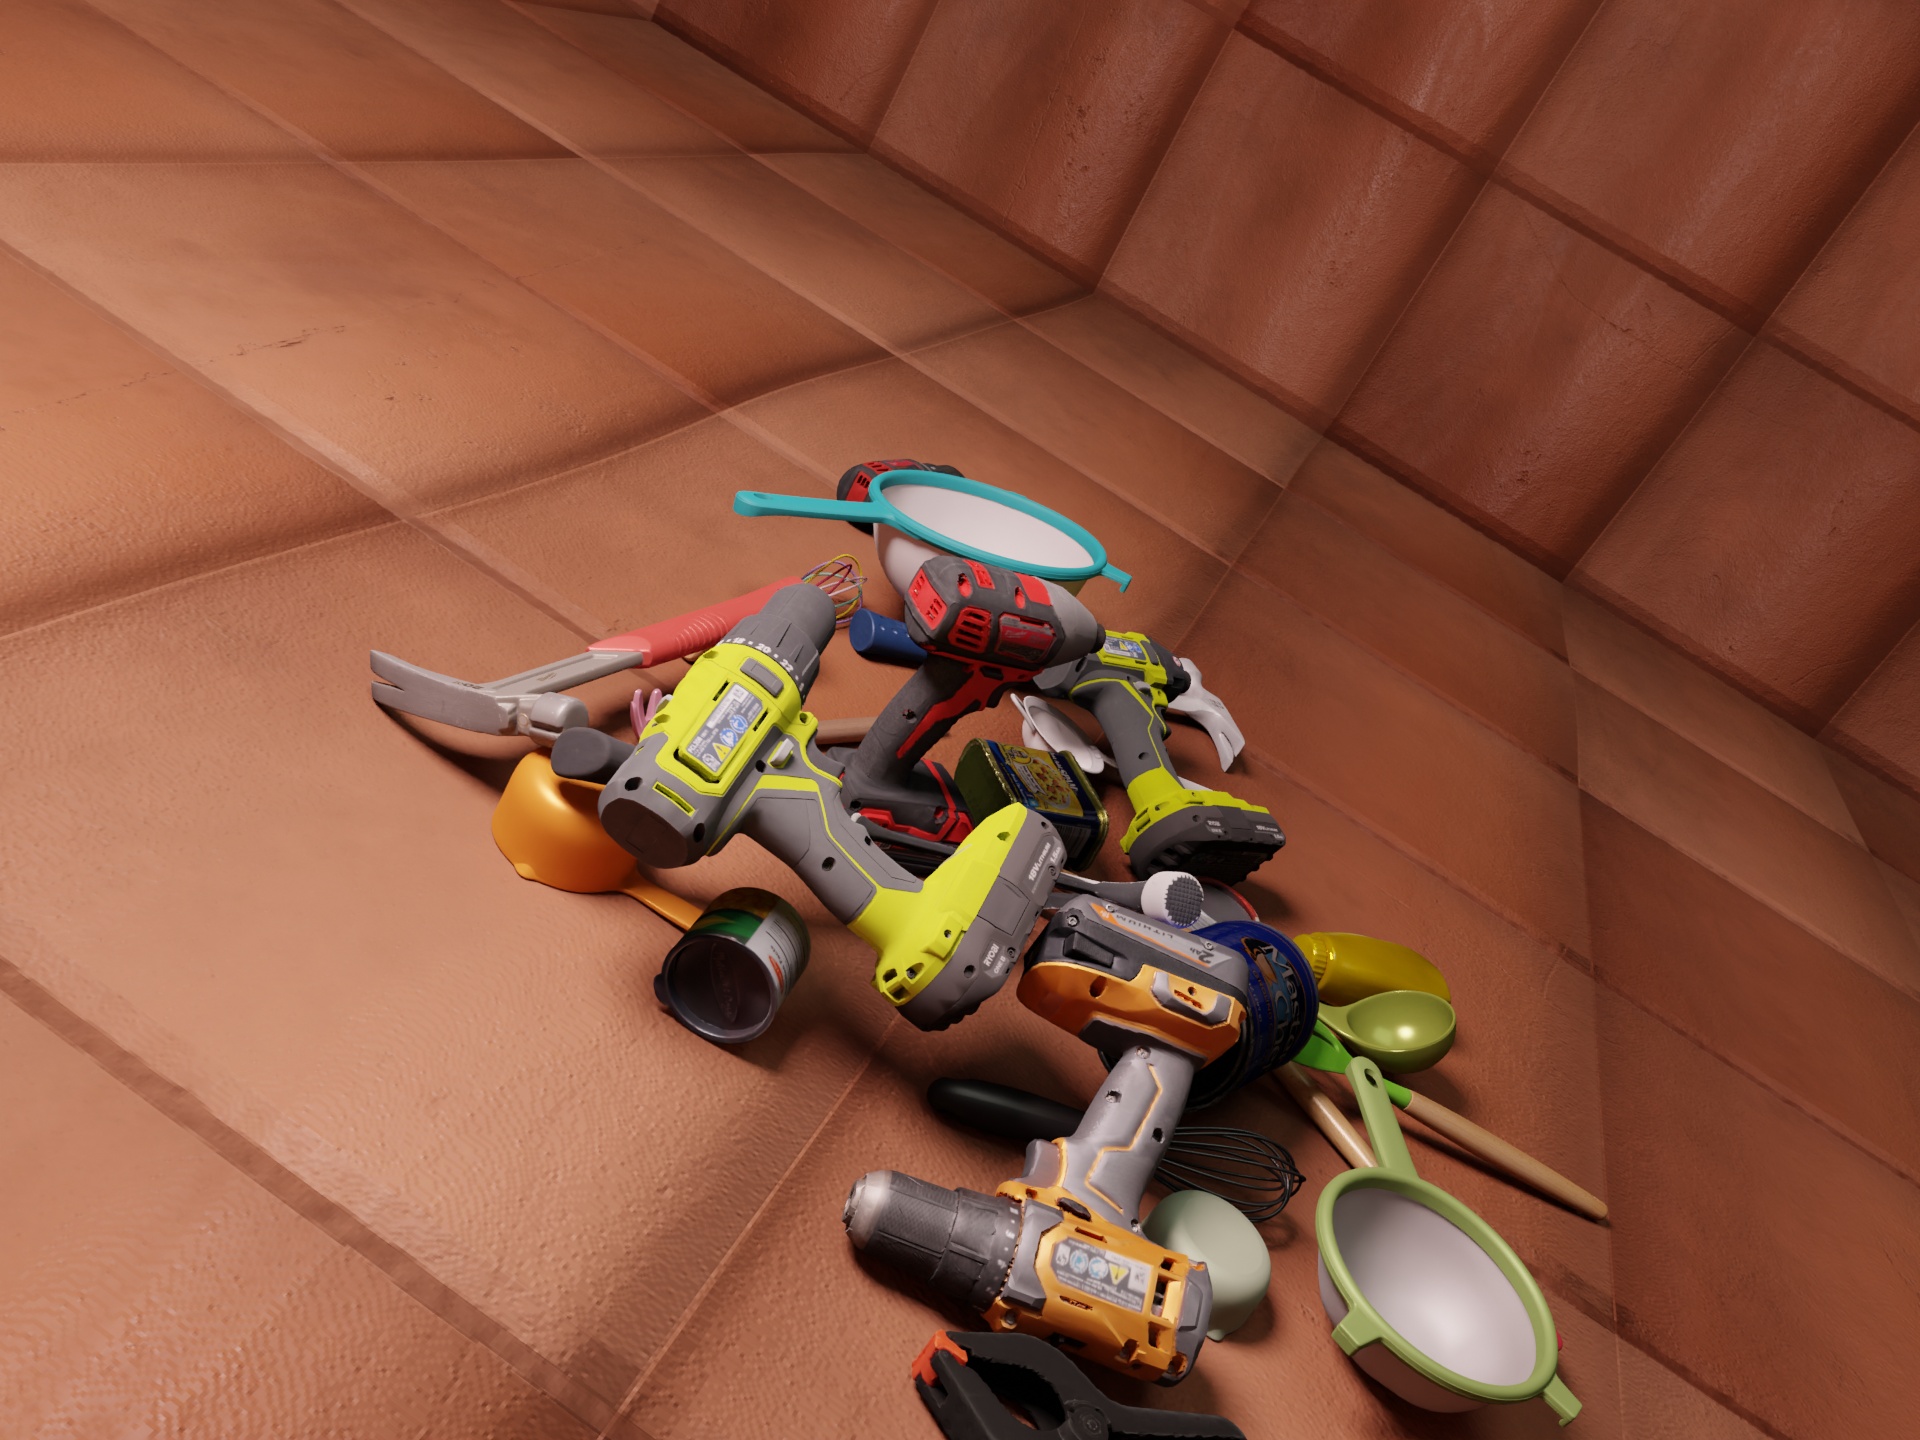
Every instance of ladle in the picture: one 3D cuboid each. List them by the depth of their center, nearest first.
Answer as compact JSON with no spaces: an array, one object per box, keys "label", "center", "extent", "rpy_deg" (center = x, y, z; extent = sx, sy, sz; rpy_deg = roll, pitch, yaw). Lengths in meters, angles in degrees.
[{"label":"ladle","center":[0.264,0.287,1.038],"extent":[0.069,0.031,0.316],"rpy_deg":[13,29,-46]},{"label":"ladle","center":[0.204,0.166,1.134],"extent":[0.320,0.062,0.078],"rpy_deg":[26,22,-3]}]

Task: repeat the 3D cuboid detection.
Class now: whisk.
[{"label":"whisk","center":[0.092,0.243,0.921],"extent":[0.239,0.055,0.055],"rpy_deg":[18,28,-13]},{"label":"whisk","center":[-0.144,-0.090,1.264],"extent":[0.051,0.047,0.245],"rpy_deg":[38,30,13]}]

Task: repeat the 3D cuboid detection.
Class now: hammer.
[{"label":"hammer","center":[-0.051,0.069,0.974],"extent":[0.408,0.036,0.149],"rpy_deg":[18,-12,-29]},{"label":"hammer","center":[-0.215,-0.052,1.071],"extent":[0.149,0.036,0.359],"rpy_deg":[14,20,23]},{"label":"hammer","center":[0.086,-0.037,1.413],"extent":[0.405,0.035,0.144],"rpy_deg":[11,32,-33]}]

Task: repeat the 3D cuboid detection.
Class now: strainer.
[{"label":"strainer","center":[0.253,0.307,0.944],"extent":[0.151,0.069,0.257],"rpy_deg":[22,27,-12]},{"label":"strainer","center":[-0.041,-0.133,1.323],"extent":[0.340,0.095,0.211],"rpy_deg":[1,29,-34]},{"label":"strainer","center":[0.132,0.039,1.324],"extent":[0.258,0.050,0.087],"rpy_deg":[21,28,-30]}]

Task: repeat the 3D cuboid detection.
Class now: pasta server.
[{"label":"pasta server","center":[-0.110,0.003,1.140],"extent":[0.060,0.040,0.316],"rpy_deg":[36,24,32]}]

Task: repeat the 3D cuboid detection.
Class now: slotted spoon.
[{"label":"slotted spoon","center":[0.328,0.273,1.105],"extent":[0.313,0.031,0.070],"rpy_deg":[31,13,-12]}]

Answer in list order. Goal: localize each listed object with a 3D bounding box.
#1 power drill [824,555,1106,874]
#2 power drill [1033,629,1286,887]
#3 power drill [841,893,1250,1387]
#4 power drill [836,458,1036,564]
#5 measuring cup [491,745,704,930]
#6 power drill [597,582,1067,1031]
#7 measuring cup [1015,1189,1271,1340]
[{"label":"power drill","center":[-0.002,-0.003,1.055],"extent":[0.143,0.219,0.079],"rpy_deg":[10,33,-35]},{"label":"power drill","center":[0.162,0.025,1.274],"extent":[0.171,0.080,0.223],"rpy_deg":[8,48,-44]},{"label":"power drill","center":[0.051,0.207,0.831],"extent":[0.185,0.084,0.226],"rpy_deg":[21,55,-4]},{"label":"power drill","center":[0.009,-0.183,1.551],"extent":[0.227,0.080,0.188],"rpy_deg":[37,26,19]},{"label":"measuring cup","center":[-0.186,0.073,0.920],"extent":[0.173,0.052,0.095],"rpy_deg":[31,26,5]},{"label":"power drill","center":[-0.059,0.042,0.871],"extent":[0.228,0.080,0.191],"rpy_deg":[38,51,-9]},{"label":"measuring cup","center":[0.098,0.283,0.858],"extent":[0.167,0.038,0.083],"rpy_deg":[18,29,-28]}]
